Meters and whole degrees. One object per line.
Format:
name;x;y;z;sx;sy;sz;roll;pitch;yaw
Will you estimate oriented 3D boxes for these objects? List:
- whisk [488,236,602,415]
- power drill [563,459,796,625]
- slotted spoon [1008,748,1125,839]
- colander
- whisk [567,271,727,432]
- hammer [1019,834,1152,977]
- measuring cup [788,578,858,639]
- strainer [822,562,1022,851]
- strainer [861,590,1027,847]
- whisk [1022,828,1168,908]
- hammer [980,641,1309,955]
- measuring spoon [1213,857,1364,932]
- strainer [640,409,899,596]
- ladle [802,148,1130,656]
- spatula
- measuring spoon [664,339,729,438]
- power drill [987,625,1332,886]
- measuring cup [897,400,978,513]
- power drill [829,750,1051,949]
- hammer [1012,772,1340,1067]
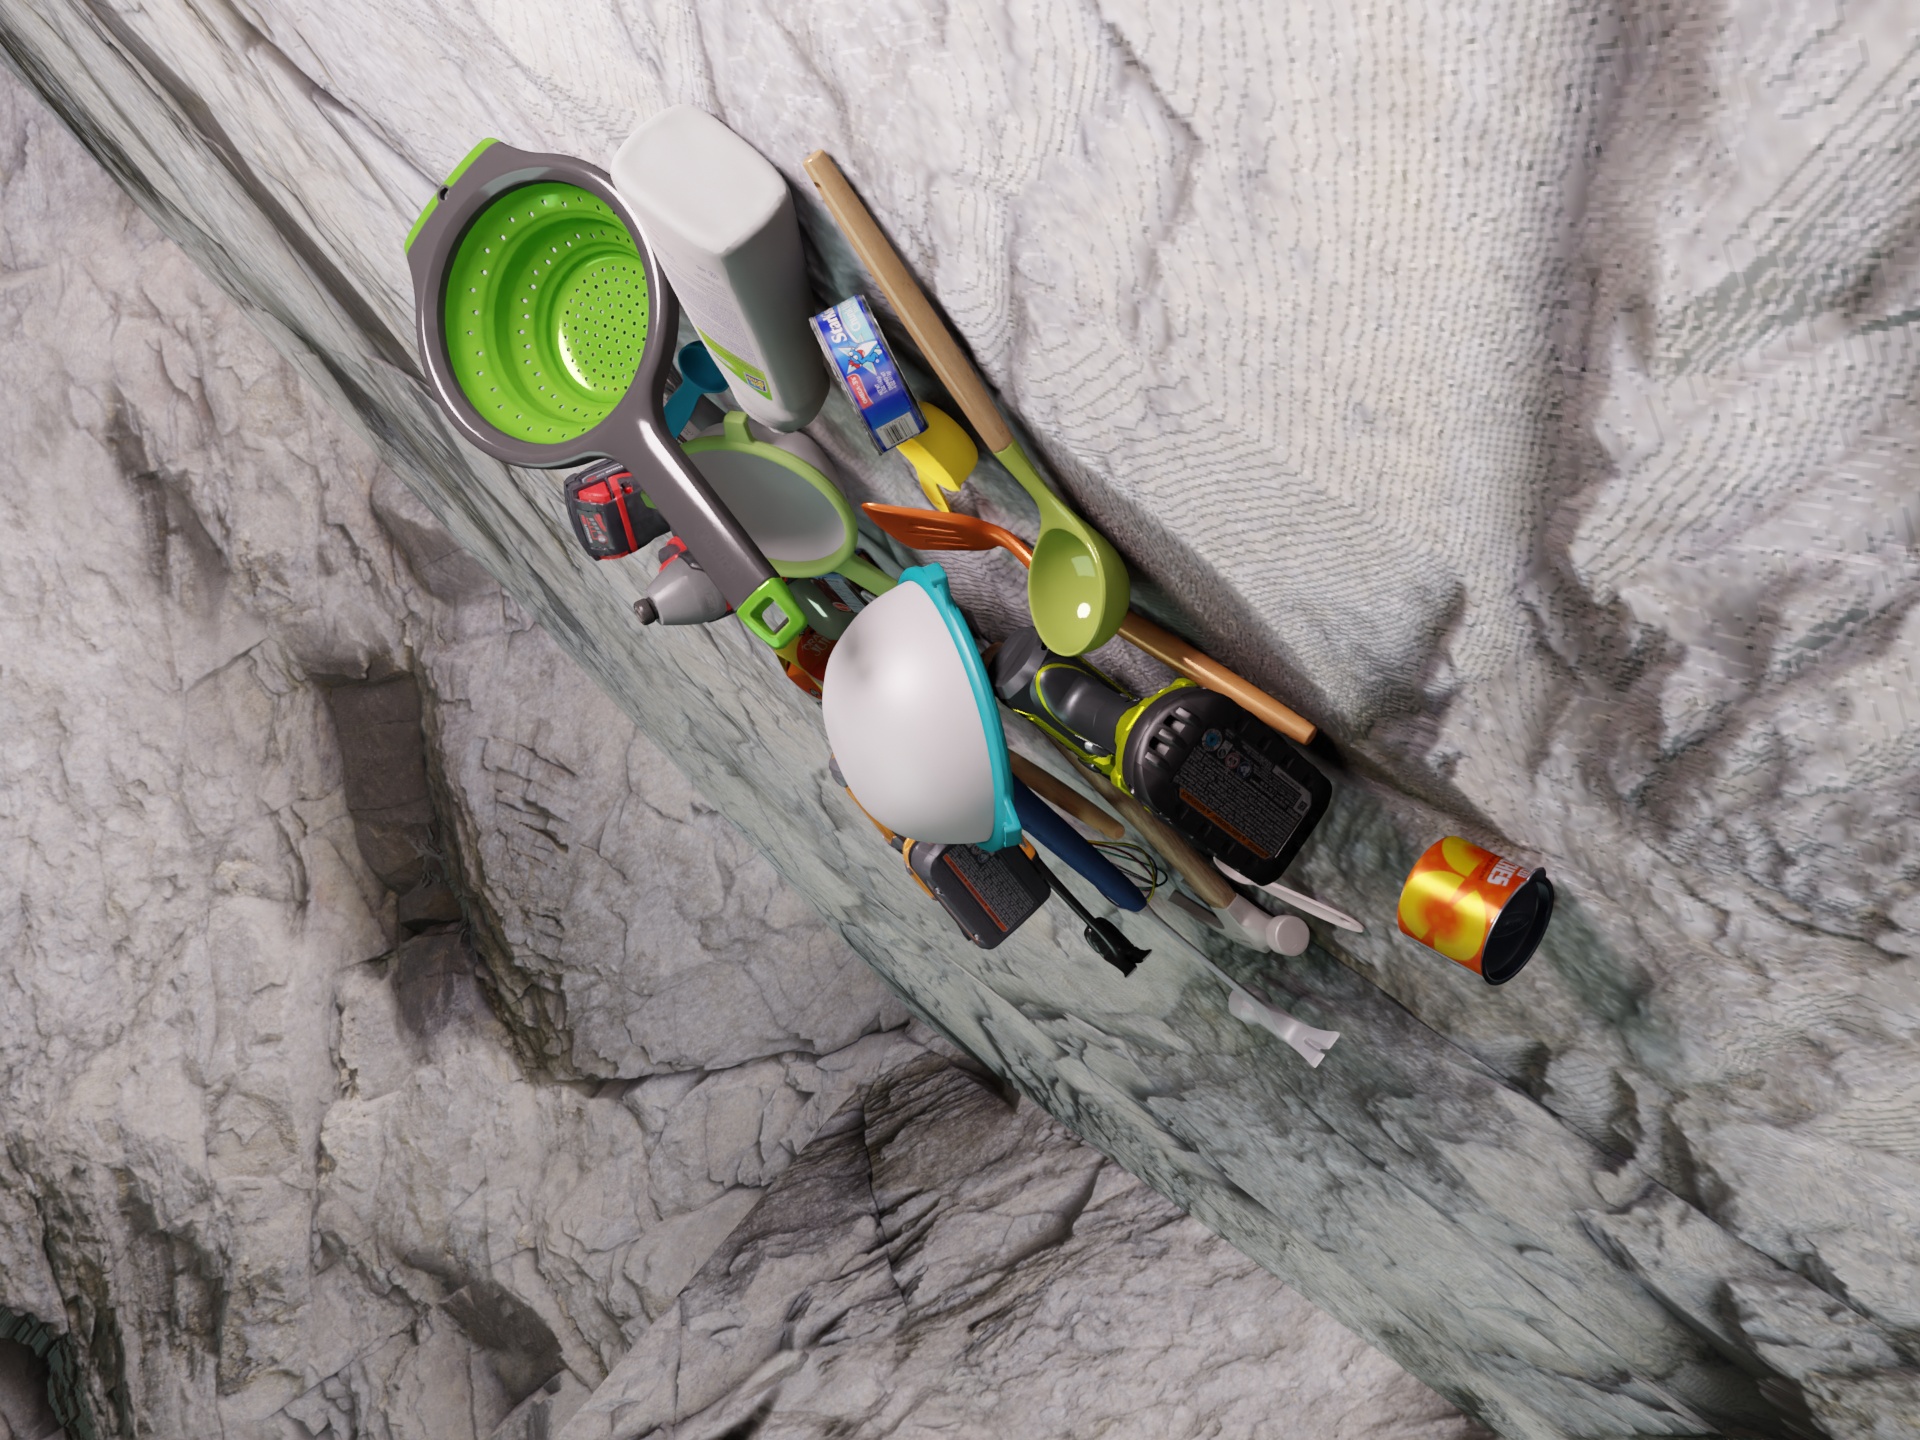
whisk;-0.346;-0.325;1.350;0.246;0.059;0.058;57;-161;-57
power drill;-0.245;-0.152;1.349;0.220;0.143;0.078;39;149;43
slotted spoon;0.041;0.033;1.328;0.314;0.031;0.070;33;162;53
colander;-0.213;-0.210;1.072;0.397;0.204;0.094;52;-158;10
whisk;-0.213;-0.254;1.213;0.238;0.055;0.055;42;167;-21
hammer;0.040;0.102;1.436;0.336;0.034;0.127;46;175;-10
measuring cup;-0.147;-0.135;1.385;0.167;0.038;0.083;49;164;-26
strainer;-0.060;0.007;1.188;0.340;0.095;0.211;168;86;-75
strainer;-0.002;-0.004;1.291;0.258;0.050;0.087;63;160;-17
whisk;0.109;0.113;1.449;0.245;0.051;0.047;26;138;59
hammer;0.132;0.063;1.246;0.331;0.031;0.130;46;165;-12
measuring spoon;0.243;0.123;1.170;0.124;0.018;0.034;26;158;30
strainer;-0.098;-0.151;1.185;0.256;0.069;0.151;31;148;-24
ladle;0.002;-0.165;0.876;0.319;0.062;0.078;53;162;-28
spatula;0.078;-0.065;0.992;0.323;0.041;0.081;34;180;24
measuring spoon;-0.200;-0.243;1.178;0.042;0.021;0.128;35;147;-12
power drill;0.127;0.020;1.008;0.171;0.080;0.223;36;178;-25
measuring cup;-0.011;-0.160;1.002;0.062;0.029;0.156;40;177;8
power drill;-0.011;0.111;1.356;0.185;0.084;0.226;53;170;-30
hammer;0.153;0.154;1.283;0.405;0.035;0.144;41;174;-25
